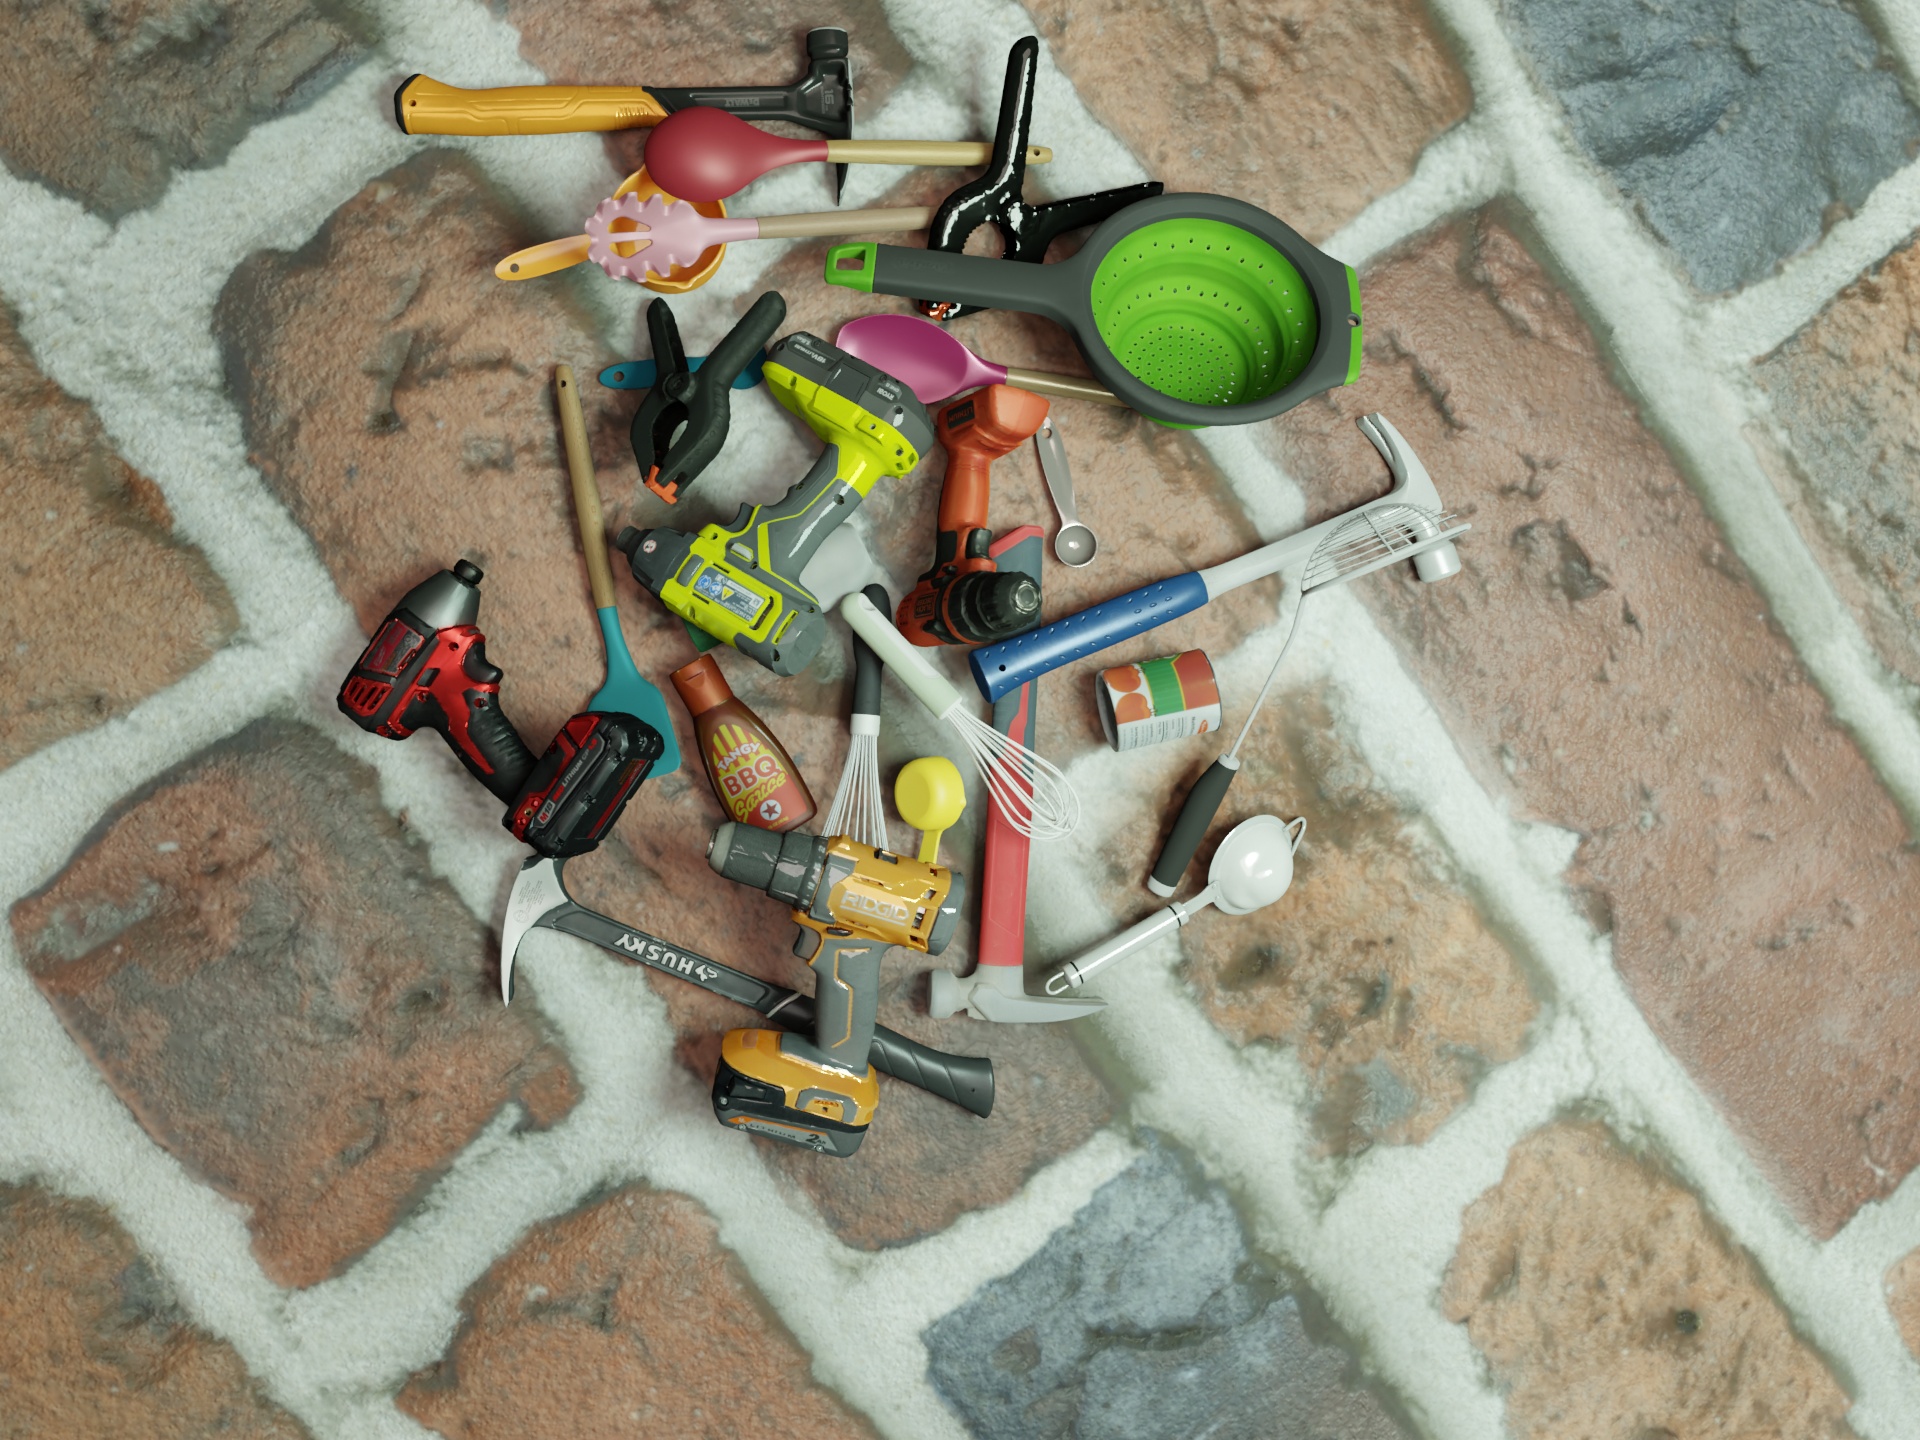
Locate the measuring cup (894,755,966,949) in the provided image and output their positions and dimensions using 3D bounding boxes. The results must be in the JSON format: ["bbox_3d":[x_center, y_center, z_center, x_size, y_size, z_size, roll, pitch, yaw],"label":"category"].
[{"bbox_3d":[-0.035,0.104,1.229,0.029,0.062,0.156,0,103,-44],"label":"measuring cup"}]

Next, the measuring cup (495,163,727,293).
[{"bbox_3d":[-0.257,-0.351,1.184,0.173,0.052,0.095,-17,94,-4],"label":"measuring cup"}]

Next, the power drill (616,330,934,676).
[{"bbox_3d":[-0.136,-0.164,1.169,0.171,0.080,0.223,31,82,16],"label":"power drill"}]

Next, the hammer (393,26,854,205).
[{"bbox_3d":[-0.248,-0.450,1.190,0.337,0.034,0.127,-3,91,-7],"label":"hammer"}]

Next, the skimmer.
[{"bbox_3d":[0.257,-0.007,1.209,0.090,0.127,0.363,30,107,16],"label":"skimmer"}]

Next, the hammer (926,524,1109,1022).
[{"bbox_3d":[0.055,0.042,1.244,0.143,0.038,0.386,3,92,-8],"label":"hammer"}]

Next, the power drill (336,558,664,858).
[{"bbox_3d":[-0.333,-0.010,1.155,0.220,0.078,0.143,35,93,10],"label":"power drill"}]

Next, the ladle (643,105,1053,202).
[{"bbox_3d":[-0.076,-0.422,1.184,0.315,0.031,0.069,-7,92,-21],"label":"ladle"}]

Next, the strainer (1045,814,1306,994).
[{"bbox_3d":[0.178,0.150,1.243,0.258,0.050,0.086,-28,122,-12],"label":"strainer"}]

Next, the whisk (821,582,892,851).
[{"bbox_3d":[-0.075,0.036,1.222,0.070,0.070,0.284,5,87,-7],"label":"whisk"}]

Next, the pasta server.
[{"bbox_3d":[-0.122,-0.363,1.168,0.316,0.040,0.060,-11,111,-23],"label":"pasta server"}]

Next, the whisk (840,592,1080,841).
[{"bbox_3d":[-0.002,-0.004,1.195,0.246,0.058,0.059,47,118,1],"label":"whisk"}]

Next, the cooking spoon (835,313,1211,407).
[{"bbox_3d":[0.060,-0.264,1.242,0.319,0.017,0.068,7,108,-8],"label":"cooking spoon"}]

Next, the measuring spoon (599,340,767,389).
[{"bbox_3d":[-0.210,-0.268,1.207,0.128,0.021,0.042,-9,93,-7],"label":"measuring spoon"}]

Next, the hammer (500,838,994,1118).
[{"bbox_3d":[-0.158,0.217,1.226,0.409,0.036,0.149,25,90,-8],"label":"hammer"}]

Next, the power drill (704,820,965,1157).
[{"bbox_3d":[-0.116,0.186,1.153,0.185,0.084,0.226,18,104,-8],"label":"power drill"}]

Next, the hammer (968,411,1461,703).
[{"bbox_3d":[0.194,-0.113,1.235,0.405,0.035,0.144,-22,94,-13],"label":"hammer"}]

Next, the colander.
[{"bbox_3d":[0.095,-0.298,1.198,0.397,0.094,0.205,6,68,-4],"label":"colander"}]

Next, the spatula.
[{"bbox_3d":[-0.272,-0.111,1.195,0.082,0.044,0.317,-10,92,6],"label":"spatula"}]

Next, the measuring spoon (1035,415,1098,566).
[{"bbox_3d":[0.079,-0.180,1.253,0.034,0.018,0.124,-14,87,-7],"label":"measuring spoon"}]
